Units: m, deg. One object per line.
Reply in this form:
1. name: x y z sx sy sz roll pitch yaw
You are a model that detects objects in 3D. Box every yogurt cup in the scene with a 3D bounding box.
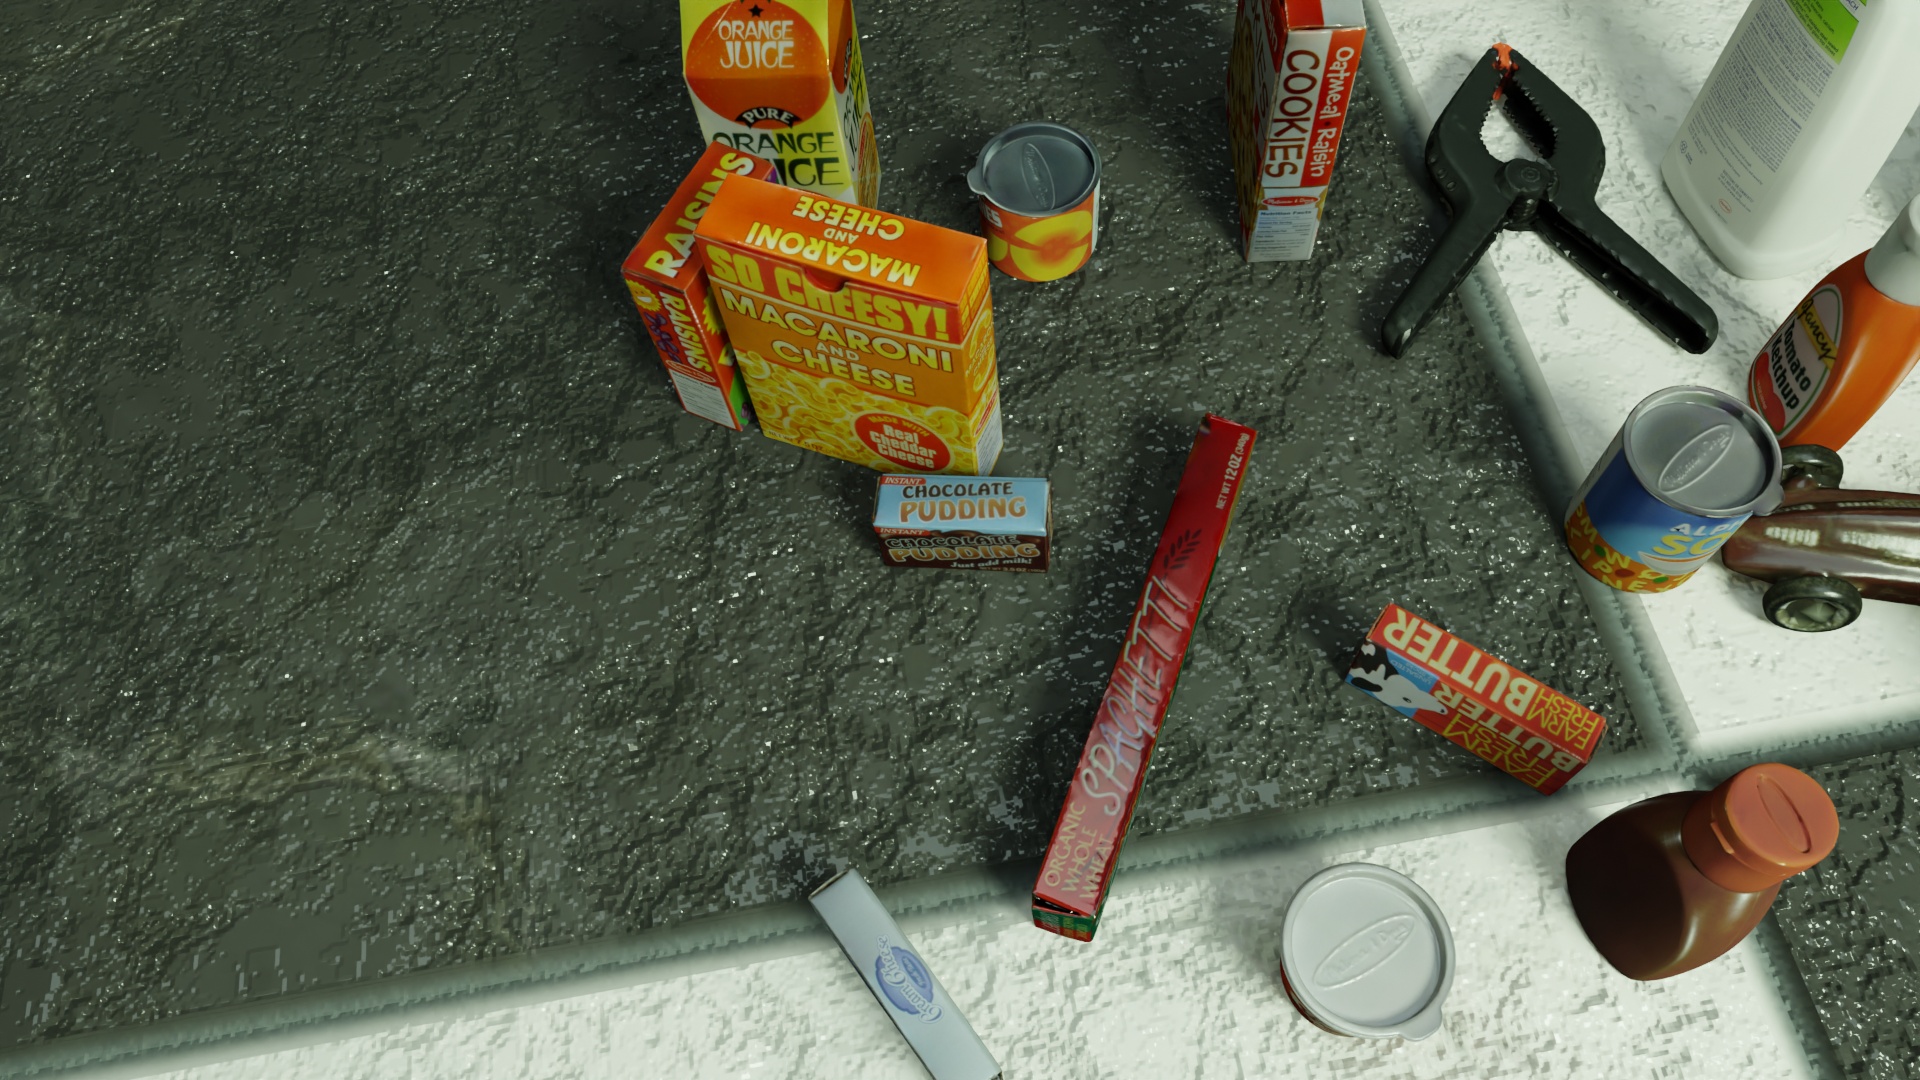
1. yogurt cup: 0.162 0.171 0.567 0.072 0.053 0.072 -2 63 3

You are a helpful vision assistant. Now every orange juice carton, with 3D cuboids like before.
1. orange juice carton: -0.089 -0.224 0.711 0.072 0.192 0.073 1 63 5

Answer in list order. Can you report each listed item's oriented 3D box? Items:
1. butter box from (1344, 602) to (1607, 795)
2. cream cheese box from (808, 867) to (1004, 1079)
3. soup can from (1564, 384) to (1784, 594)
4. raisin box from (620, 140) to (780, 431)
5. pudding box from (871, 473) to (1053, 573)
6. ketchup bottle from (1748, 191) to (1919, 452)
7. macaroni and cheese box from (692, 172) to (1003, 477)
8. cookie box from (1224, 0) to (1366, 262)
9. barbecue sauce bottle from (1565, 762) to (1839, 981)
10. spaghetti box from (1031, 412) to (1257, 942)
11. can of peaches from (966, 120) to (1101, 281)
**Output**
1. butter box: 0.226 0.070 0.615 0.103 0.053 0.024 30 69 18
2. cream cheese box: -0.021 0.187 0.572 0.024 0.053 0.104 -35 66 -13
3. soup can: 0.326 -0.019 0.637 0.071 0.083 0.071 -2 63 3
4. raisin box: -0.118 -0.125 0.701 0.040 0.123 0.086 23 67 15
5. pudding box: 0.002 -0.008 0.674 0.084 0.049 0.030 2 63 5
6. ketchup bottle: 0.415 -0.100 0.636 0.043 0.148 0.065 0 63 4
7. macaroni and cheese box: -0.046 -0.089 0.653 0.124 0.165 0.040 17 66 12
8. cookie box: 0.168 -0.245 0.718 0.040 0.166 0.123 -2 63 3
9. barbecue sauce bottle: 0.279 0.124 0.530 0.044 0.148 0.065 -16 63 -4
10. spaghetti box: 0.086 0.058 0.633 0.029 0.050 0.251 17 65 12
11. can of peaches: 0.040 -0.183 0.756 0.071 0.057 0.071 -2 63 3
